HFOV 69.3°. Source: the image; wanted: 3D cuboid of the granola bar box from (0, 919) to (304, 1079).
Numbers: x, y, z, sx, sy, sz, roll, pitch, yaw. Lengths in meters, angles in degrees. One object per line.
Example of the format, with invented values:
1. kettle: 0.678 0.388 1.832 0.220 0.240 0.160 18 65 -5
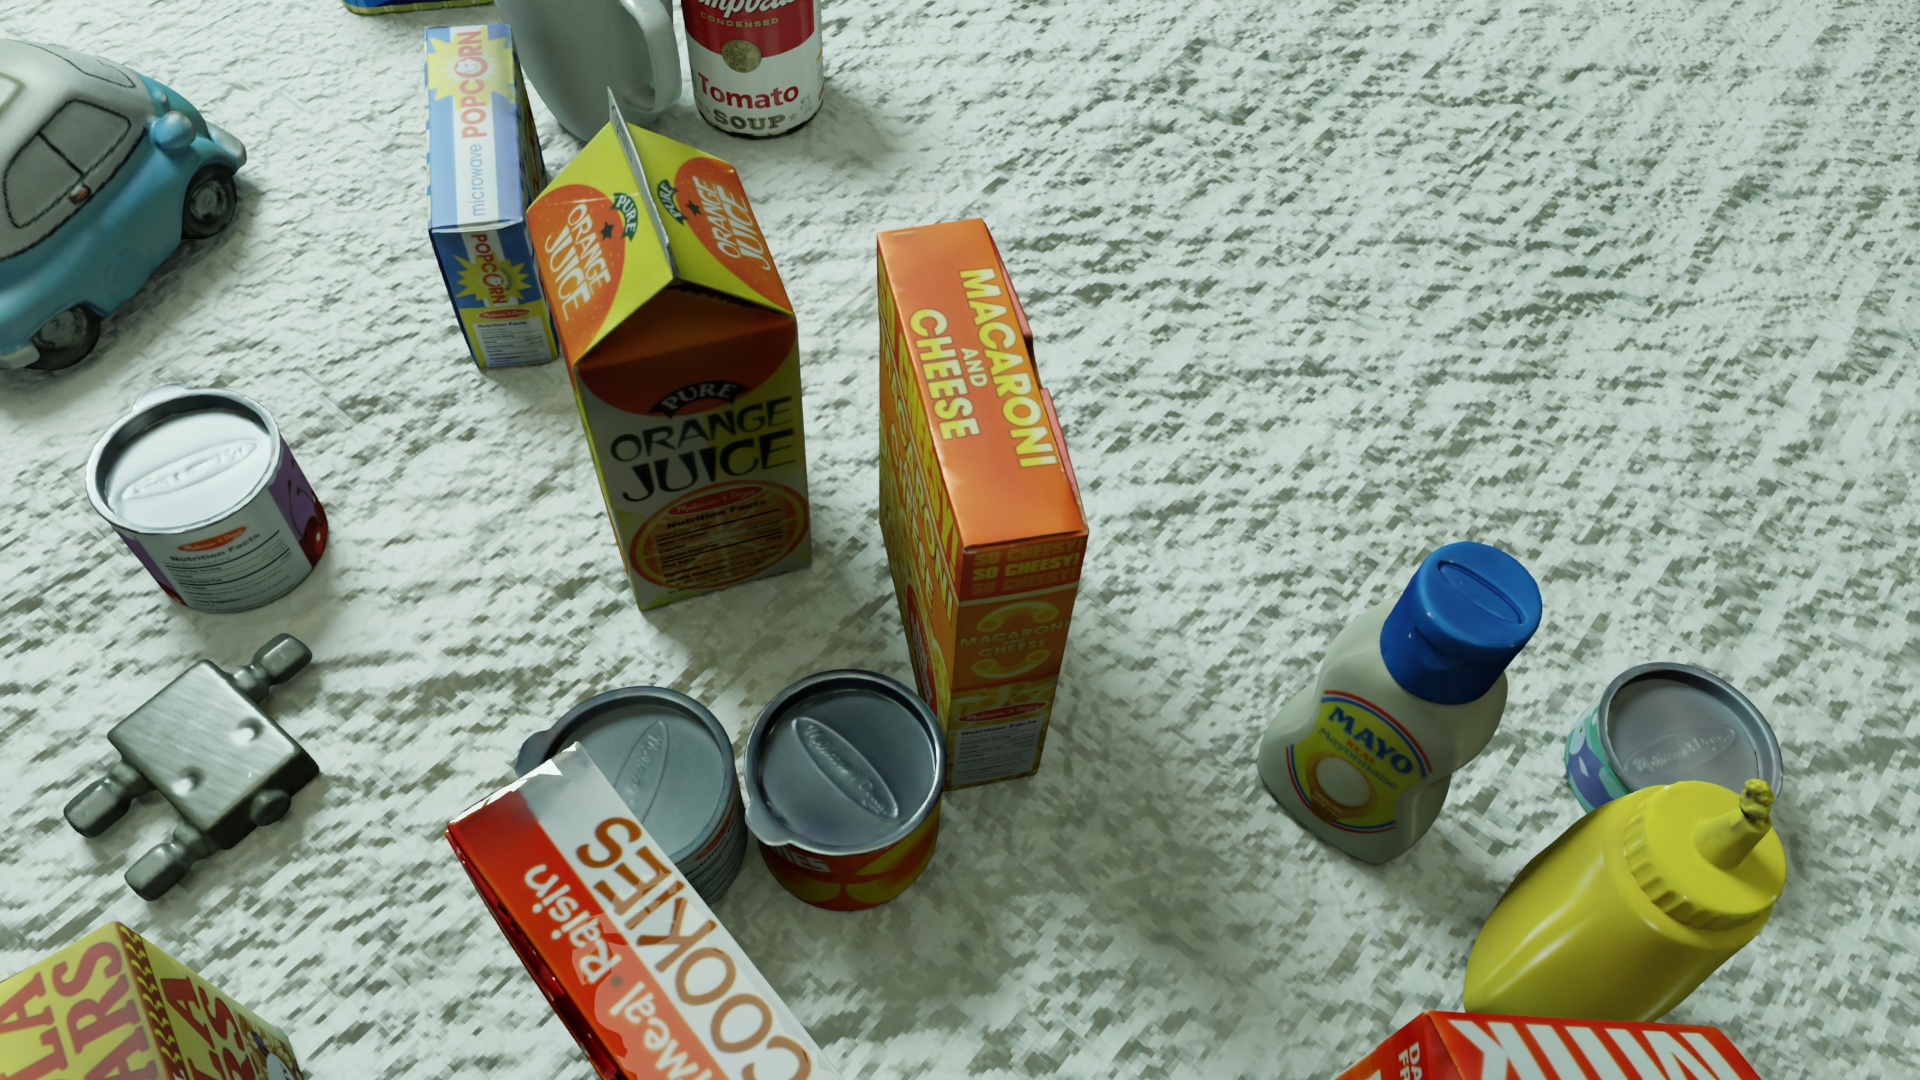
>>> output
1. granola bar box: -0.184 0.194 0.355 0.039 0.123 0.166 -28 63 -20

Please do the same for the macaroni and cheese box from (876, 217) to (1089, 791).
1. macaroni and cheese box: 0.002 -0.006 0.473 0.040 0.165 0.124 -9 58 -9

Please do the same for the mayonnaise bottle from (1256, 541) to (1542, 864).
1. mayonnaise bottle: 0.143 0.054 0.453 0.065 0.147 0.041 38 63 19

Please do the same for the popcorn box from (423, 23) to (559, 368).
1. popcorn box: -0.203 -0.149 0.602 0.038 0.084 0.127 -9 58 -9

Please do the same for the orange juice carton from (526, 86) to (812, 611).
1. orange juice carton: -0.099 -0.059 0.486 0.073 0.191 0.072 -16 60 -13

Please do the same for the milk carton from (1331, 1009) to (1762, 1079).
1. milk carton: 0.139 0.170 0.352 0.072 0.189 0.074 3 57 -1

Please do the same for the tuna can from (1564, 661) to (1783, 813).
1. tuna can: 0.262 0.083 0.511 0.071 0.032 0.071 2 57 -2

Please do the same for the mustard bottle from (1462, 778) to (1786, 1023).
1. mustard bottle: 0.200 0.110 0.413 0.049 0.159 0.065 29 60 15

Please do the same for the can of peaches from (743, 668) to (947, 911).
1. can of peaches: -0.041 0.087 0.474 0.071 0.057 0.071 2 57 -2

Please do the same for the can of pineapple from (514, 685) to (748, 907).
1. can of pineapple: -0.108 0.090 0.468 0.071 0.057 0.071 2 57 -2

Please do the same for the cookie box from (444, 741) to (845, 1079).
1. cookie box: -0.071 0.141 0.372 0.040 0.166 0.123 -36 66 -23

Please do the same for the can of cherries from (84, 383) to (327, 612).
1. can of cherries: -0.283 -0.016 0.526 0.071 0.058 0.072 2 57 -2
